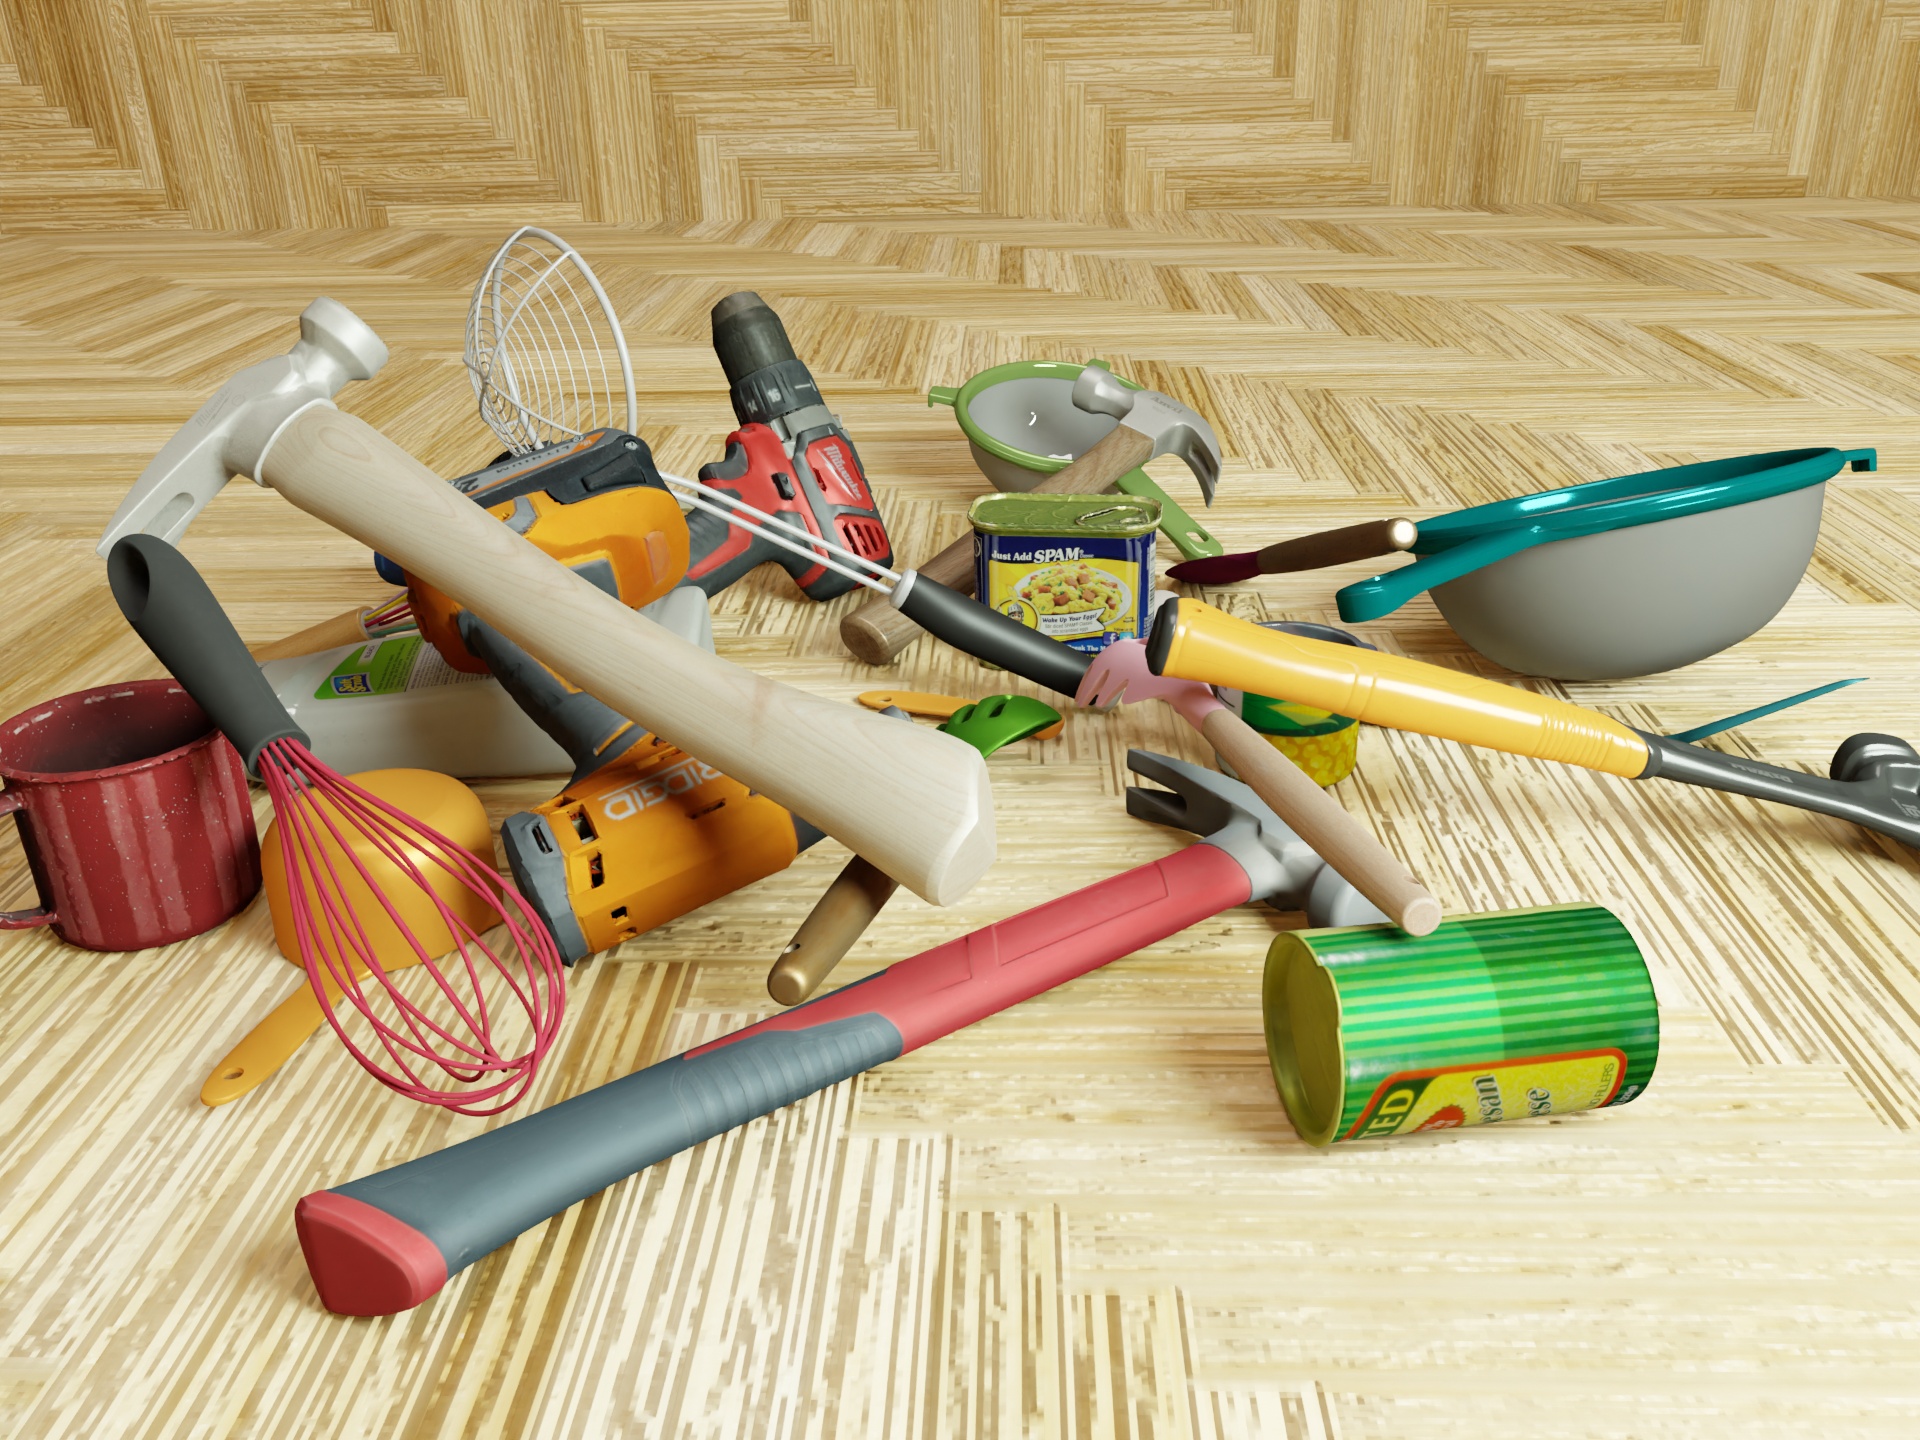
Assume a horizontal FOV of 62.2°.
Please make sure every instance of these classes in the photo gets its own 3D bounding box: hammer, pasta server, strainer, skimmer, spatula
[{"bbox_3d":[-0.162,-0.036,0.594,0.411,0.038,0.146,29,74,27],"label":"hammer"},{"bbox_3d":[0.109,0.018,0.623,0.060,0.040,0.316,7,16,-13],"label":"pasta server"},{"bbox_3d":[0.047,-0.123,0.959,0.130,0.031,0.331,30,47,23],"label":"hammer"},{"bbox_3d":[-0.031,0.093,0.549,0.386,0.038,0.143,-17,28,-31],"label":"hammer"},{"bbox_3d":[0.289,-0.056,0.764,0.340,0.095,0.211,-20,11,-41],"label":"strainer"},{"bbox_3d":[0.240,0.008,0.635,0.337,0.034,0.127,14,25,1],"label":"hammer"},{"bbox_3d":[-0.075,-0.112,0.779,0.363,0.127,0.090,25,53,-11],"label":"skimmer"},{"bbox_3d":[0.249,-0.013,0.759,0.317,0.044,0.082,6,2,21],"label":"spatula"},{"bbox_3d":[0.094,-0.158,1.082,0.151,0.069,0.257,-16,45,-25],"label":"strainer"}]

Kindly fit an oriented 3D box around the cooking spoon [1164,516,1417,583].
[{"bbox_3d":[0.169,-0.084,0.827,0.068,0.017,0.319,-6,3,-6],"label":"cooking spoon"}]

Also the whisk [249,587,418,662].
[{"bbox_3d":[-0.281,-0.058,0.799,0.245,0.051,0.047,-18,-6,18],"label":"whisk"}]

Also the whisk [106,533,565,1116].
[{"bbox_3d":[-0.232,0.024,0.564,0.073,0.073,0.296,-23,56,-39],"label":"whisk"}]

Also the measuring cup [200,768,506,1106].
[{"bbox_3d":[-0.234,0.071,0.589,0.095,0.052,0.174,2,23,7],"label":"measuring cup"}]

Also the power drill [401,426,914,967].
[{"bbox_3d":[-0.130,-0.021,0.660,0.164,0.084,0.227,-23,54,-17],"label":"power drill"}]

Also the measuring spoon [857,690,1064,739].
[{"bbox_3d":[-0.001,-0.003,0.795,0.117,0.011,0.021,8,25,28],"label":"measuring spoon"}]

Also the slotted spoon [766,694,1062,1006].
[{"bbox_3d":[-0.015,0.037,0.610,0.070,0.031,0.314,-21,9,18],"label":"slotted spoon"}]

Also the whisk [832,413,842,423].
[{"bbox_3d":[-0.097,-0.168,1.124,0.058,0.059,0.247,-37,27,11],"label":"whisk"}]

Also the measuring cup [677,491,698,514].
[{"bbox_3d":[-0.183,-0.122,1.032,0.167,0.038,0.083,-11,26,-16],"label":"measuring cup"}]

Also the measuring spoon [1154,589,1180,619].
[{"bbox_3d":[0.073,-0.071,0.926,0.124,0.018,0.034,8,26,22],"label":"measuring spoon"}]

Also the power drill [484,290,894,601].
[{"bbox_3d":[-0.157,-0.137,0.897,0.226,0.188,0.080,-24,2,-36],"label":"power drill"}]
